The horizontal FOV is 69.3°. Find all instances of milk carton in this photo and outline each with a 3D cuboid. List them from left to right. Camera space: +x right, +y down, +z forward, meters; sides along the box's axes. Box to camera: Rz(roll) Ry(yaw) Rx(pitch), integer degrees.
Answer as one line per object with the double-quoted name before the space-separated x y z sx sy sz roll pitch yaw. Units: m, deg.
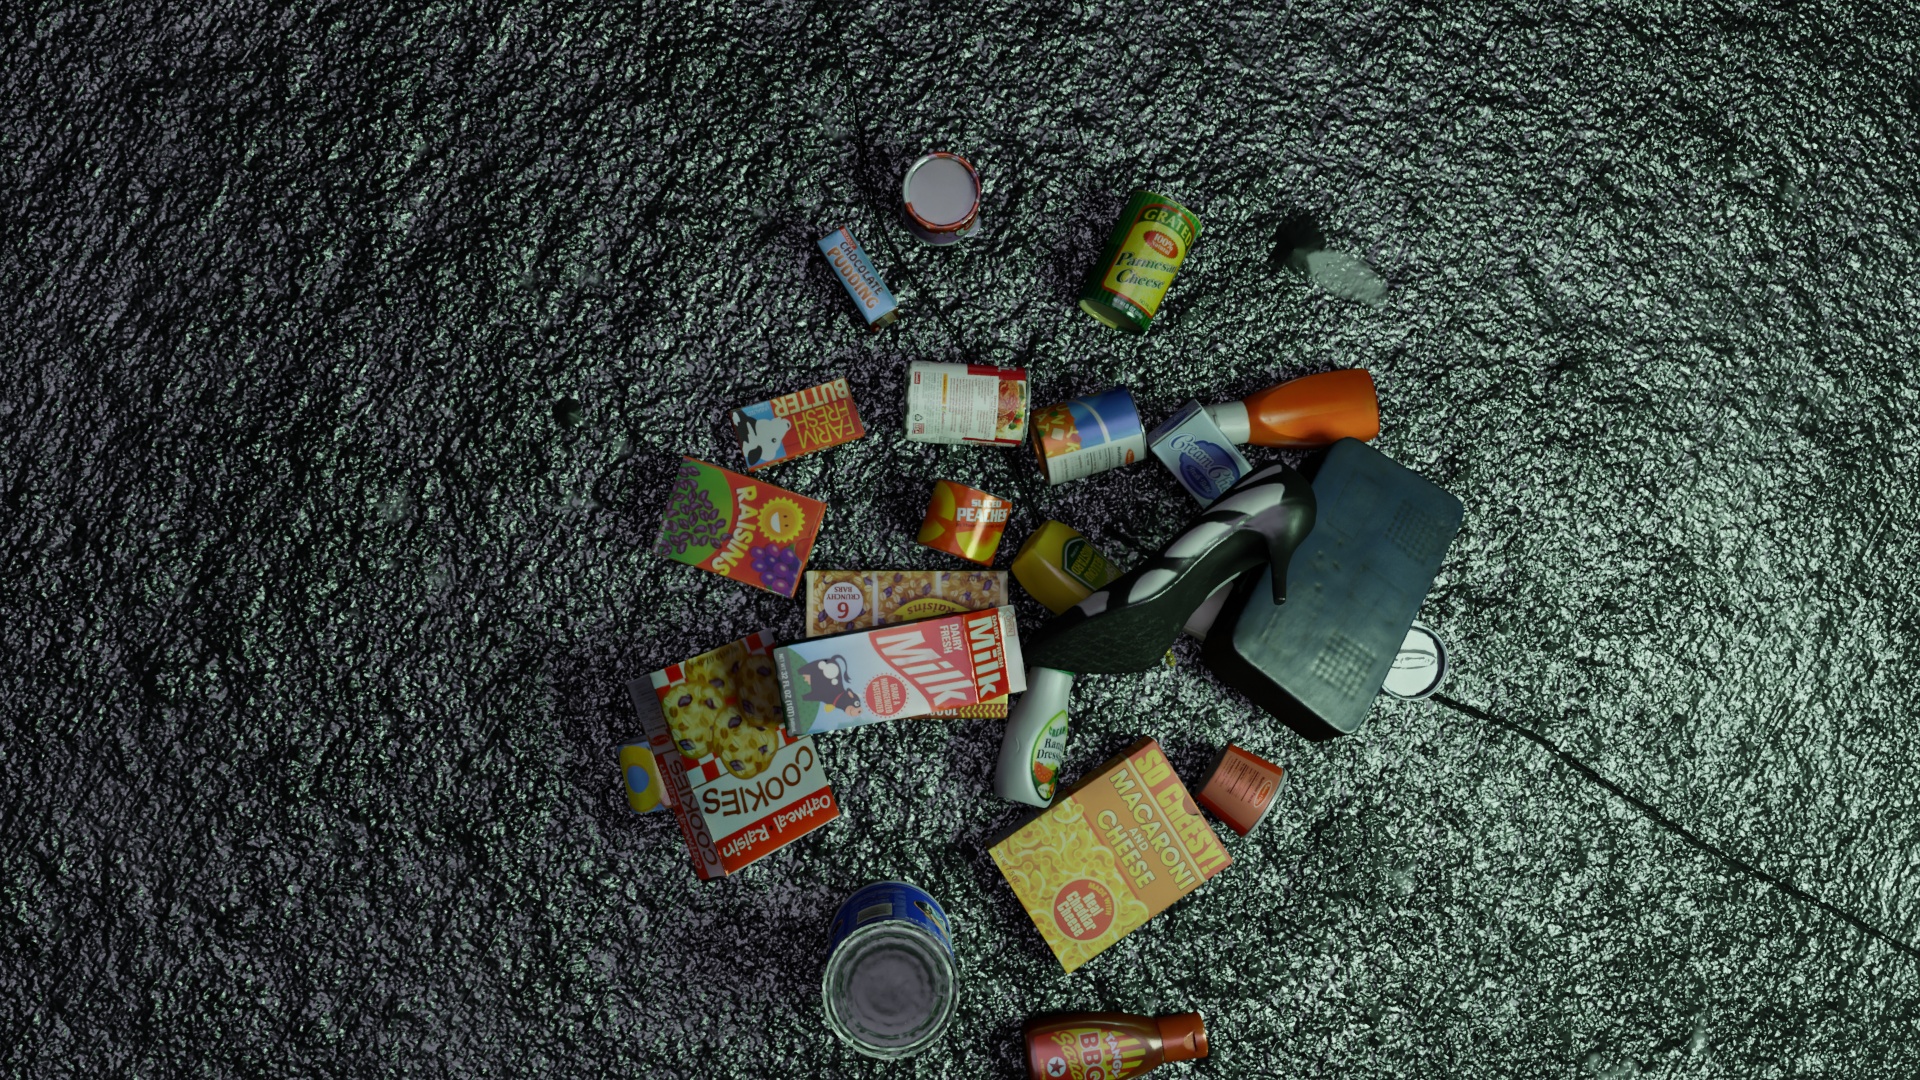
"milk carton" -0.046 0.100 1.095 0.191 0.073 0.072 -9 90 -4

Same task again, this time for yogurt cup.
"yogurt cup" 0.231 0.205 1.153 0.054 0.072 0.072 33 86 7

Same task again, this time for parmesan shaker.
"parmesan shaker" 0.152 -0.230 1.165 0.071 0.071 0.103 28 87 -2

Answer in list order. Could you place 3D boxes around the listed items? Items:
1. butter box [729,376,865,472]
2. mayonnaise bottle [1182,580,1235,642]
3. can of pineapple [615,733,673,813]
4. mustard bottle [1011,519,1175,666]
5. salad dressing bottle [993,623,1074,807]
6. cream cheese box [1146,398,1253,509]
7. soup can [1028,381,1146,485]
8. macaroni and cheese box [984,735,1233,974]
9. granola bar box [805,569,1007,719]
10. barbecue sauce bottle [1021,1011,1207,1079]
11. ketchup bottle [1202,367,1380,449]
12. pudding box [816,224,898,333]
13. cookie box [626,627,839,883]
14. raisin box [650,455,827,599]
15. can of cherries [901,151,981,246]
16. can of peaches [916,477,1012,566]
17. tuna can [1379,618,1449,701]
"butter box" -0.136 -0.097 1.163 0.103 0.024 0.053 -17 88 -4
"mayonnaise bottle" 0.233 0.078 1.169 0.148 0.041 0.065 42 82 -2
"can of pineapple" -0.238 0.184 1.123 0.071 0.071 0.058 -13 90 -4
"mustard bottle" 0.119 0.051 1.153 0.160 0.048 0.066 37 45 -5
"salad dressing bottle" 0.067 0.144 1.150 0.044 0.064 0.148 7 78 35
"cream cheese box" 0.205 -0.064 1.154 0.053 0.024 0.103 -37 117 15
"soup can" 0.104 -0.090 1.157 0.084 0.071 0.071 -16 89 -3
"macaroni and cheese box" 0.123 0.260 1.155 0.166 0.040 0.123 -33 91 -4
"granola bar box" -0.045 0.086 1.153 0.166 0.039 0.124 0 88 -3
"barbecue sauce bottle" 0.127 0.419 1.147 0.149 0.043 0.065 -8 87 -4
"ketchup bottle" 0.276 -0.106 1.177 0.149 0.043 0.065 -8 83 -3
"pudding box" -0.085 -0.218 1.158 0.030 0.049 0.083 -33 90 -2
"cookie box" -0.179 0.169 1.108 0.123 0.040 0.167 -20 89 -46
"raisin box" -0.182 -0.011 1.149 0.123 0.040 0.086 19 86 -3
"can of cherries" -0.014 -0.284 1.161 0.071 0.058 0.071 0 88 -3
"can of peaches" 0.004 -0.014 1.145 0.071 0.071 0.058 19 88 -2
"tuna can" 0.377 0.100 1.180 0.071 0.033 0.071 0 88 -3
